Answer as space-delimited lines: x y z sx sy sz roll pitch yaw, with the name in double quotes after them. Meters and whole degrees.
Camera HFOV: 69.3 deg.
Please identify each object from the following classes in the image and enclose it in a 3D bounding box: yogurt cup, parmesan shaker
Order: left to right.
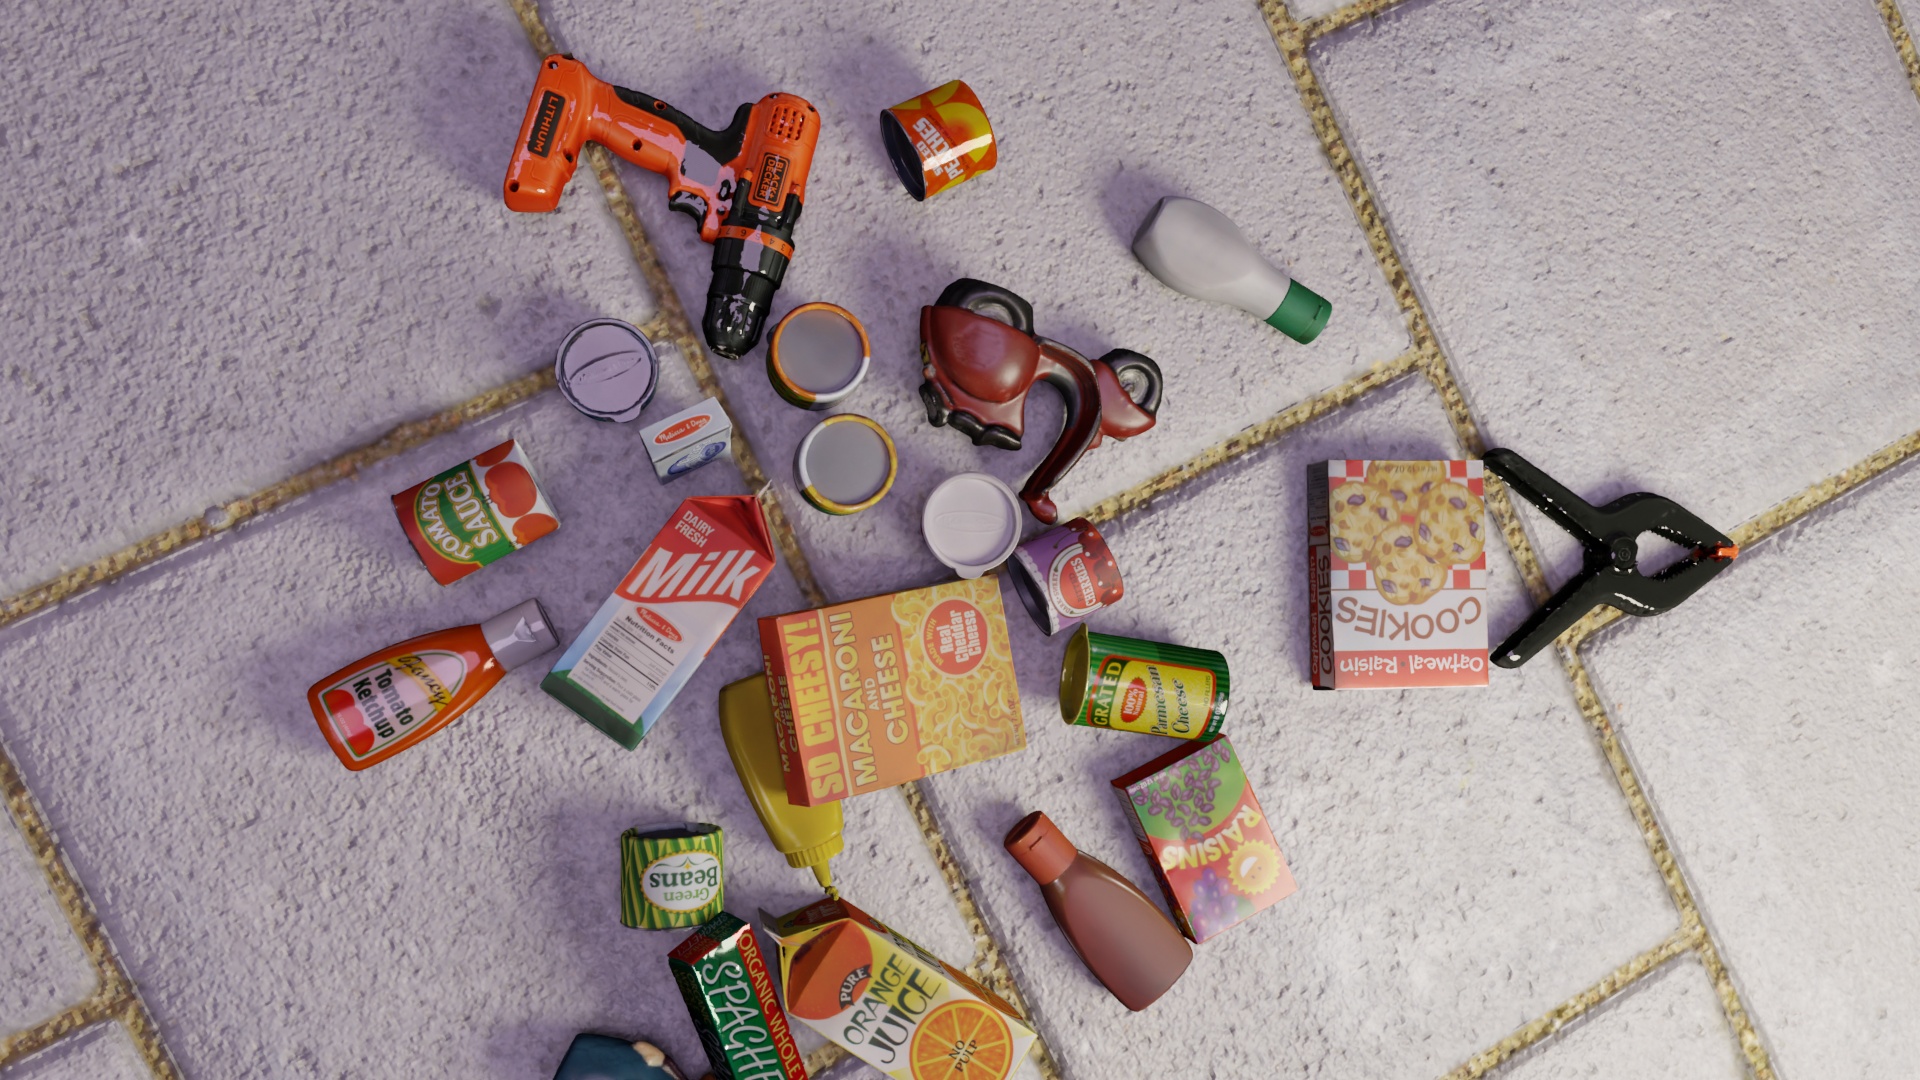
0.003 -0.012 0.952 0.072 0.054 0.072 0 88 -11 "yogurt cup"
0.128 0.099 0.964 0.103 0.071 0.071 9 87 -10 "parmesan shaker"

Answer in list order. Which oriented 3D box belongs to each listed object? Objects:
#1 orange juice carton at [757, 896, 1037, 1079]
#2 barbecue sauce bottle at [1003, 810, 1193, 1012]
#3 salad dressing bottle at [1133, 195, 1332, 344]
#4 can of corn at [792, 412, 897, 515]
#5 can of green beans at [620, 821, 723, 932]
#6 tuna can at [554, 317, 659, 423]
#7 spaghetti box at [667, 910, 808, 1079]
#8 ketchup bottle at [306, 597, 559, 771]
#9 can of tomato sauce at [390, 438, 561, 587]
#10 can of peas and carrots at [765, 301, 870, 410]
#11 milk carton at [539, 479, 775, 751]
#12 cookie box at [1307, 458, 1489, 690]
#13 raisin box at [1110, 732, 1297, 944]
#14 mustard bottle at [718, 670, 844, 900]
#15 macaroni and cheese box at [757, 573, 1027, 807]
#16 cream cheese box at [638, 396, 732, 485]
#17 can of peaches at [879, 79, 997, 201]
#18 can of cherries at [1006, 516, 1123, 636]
-0.053 0.300 0.921 0.192 0.072 0.073 34 82 -8 "orange juice carton"
0.092 0.253 0.964 0.065 0.043 0.148 -43 95 -7 "barbecue sauce bottle"
0.197 -0.192 1.001 0.147 0.044 0.064 29 81 -10 "salad dressing bottle"
-0.076 -0.050 0.936 0.071 0.058 0.071 0 88 -10 "can of corn"
-0.187 0.217 0.901 0.071 0.071 0.058 0 88 -11 "can of green beans"
-0.232 -0.110 0.921 0.071 0.033 0.071 0 88 -11 "tuna can"
-0.122 0.359 0.891 0.050 0.028 0.249 -31 109 -42 "spaghetti box"
-0.333 0.086 0.890 0.149 0.043 0.064 -28 93 -11 "ketchup bottle"
-0.307 -0.018 0.885 0.083 0.071 0.071 -28 93 -11 "can of tomato sauce"
-0.098 -0.125 0.934 0.071 0.058 0.071 0 88 -11 "can of peas and carrots"
-0.183 0.037 0.906 0.073 0.072 0.191 38 83 -7 "milk carton"
0.320 0.026 1.018 0.123 0.040 0.167 0 87 -11 "cookie box"
0.172 0.209 0.984 0.086 0.040 0.123 -26 92 -11 "raisin box"
-0.112 0.165 0.926 0.065 0.048 0.160 -18 92 -17 "mustard bottle"
-0.044 0.096 0.920 0.167 0.040 0.123 -10 90 -31 "macaroni and cheese box"
-0.176 -0.063 0.895 0.053 0.103 0.024 -26 89 -11 "cream cheese box"
-0.014 -0.274 0.950 0.058 0.071 0.071 -27 93 -11 "can of peaches"
0.073 0.025 0.955 0.058 0.071 0.071 -25 93 -11 "can of cherries"
